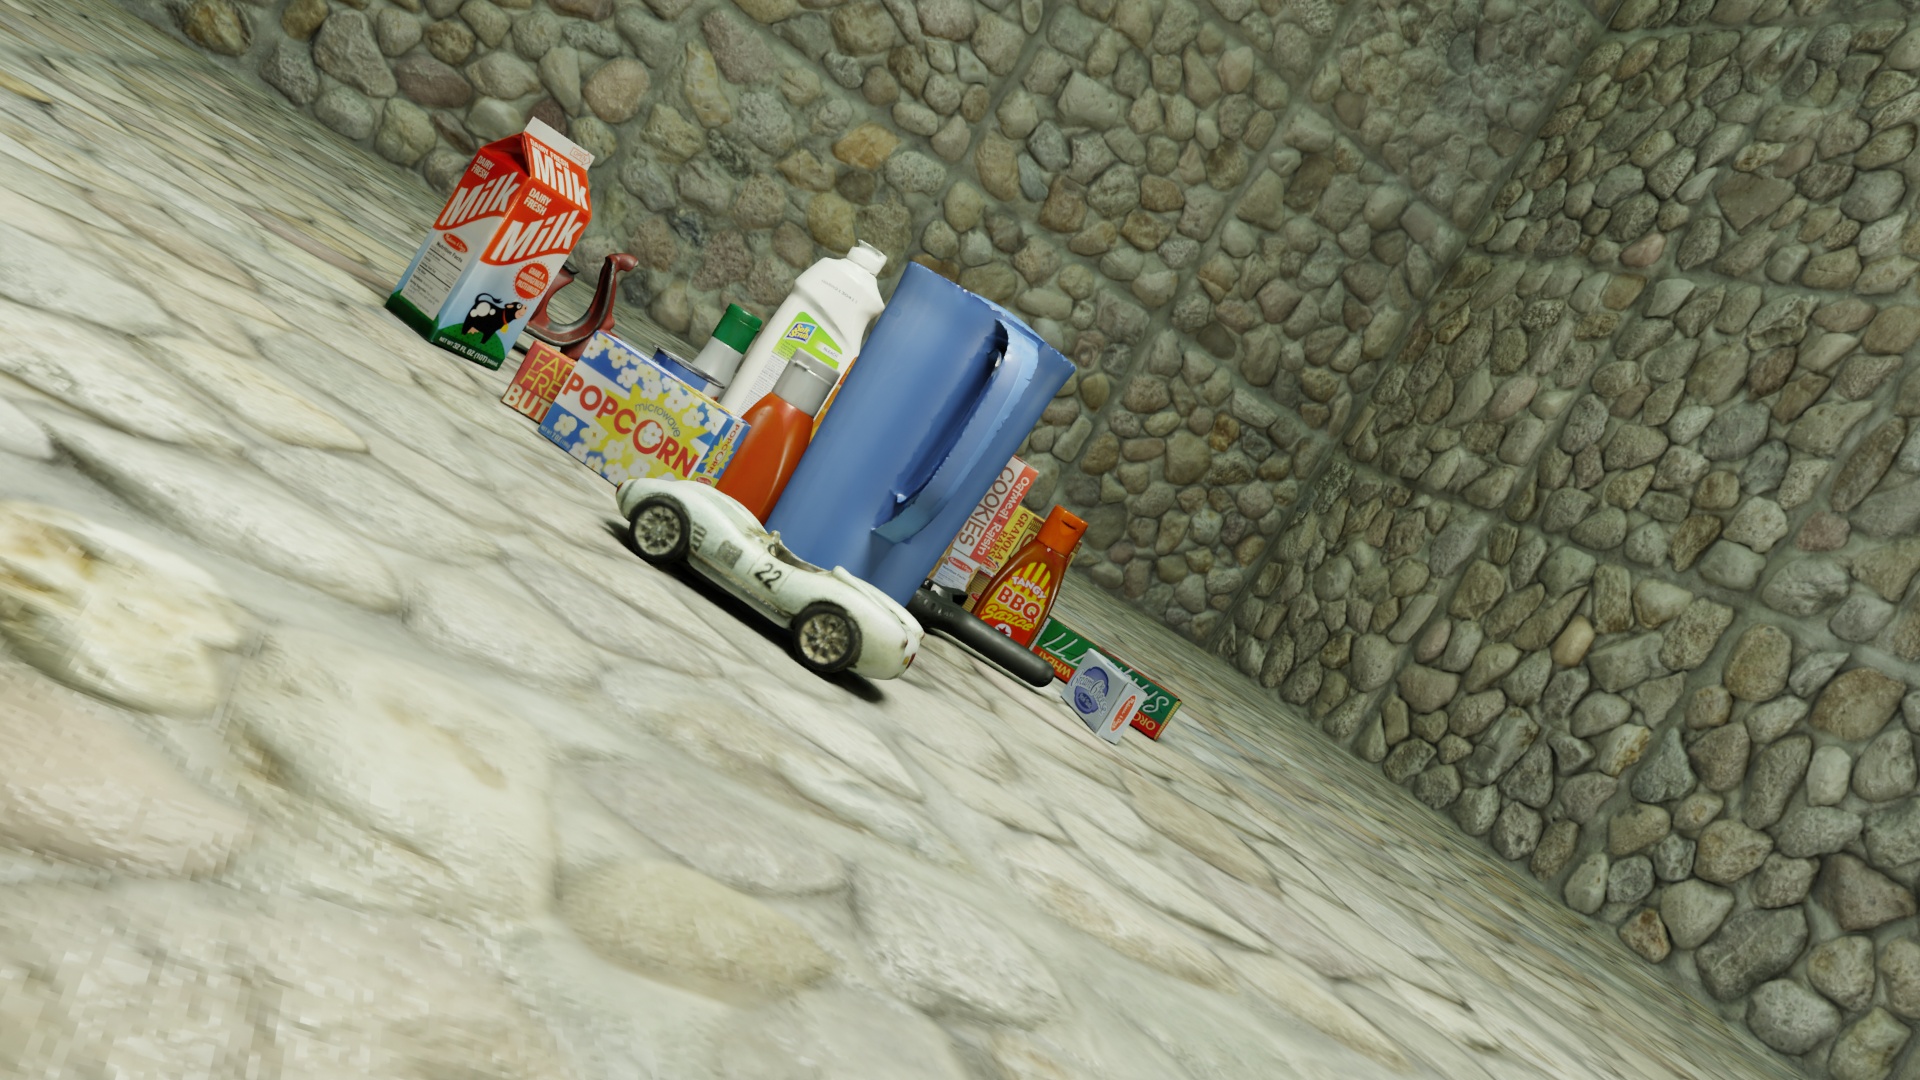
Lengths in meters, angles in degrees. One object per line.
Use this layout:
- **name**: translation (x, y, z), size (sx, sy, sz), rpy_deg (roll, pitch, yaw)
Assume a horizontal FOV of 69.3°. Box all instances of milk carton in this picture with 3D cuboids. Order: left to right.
- **milk carton**: translation (-0.365, -0.240, 1.107), size (0.073, 0.190, 0.072), rpy_deg (34, 4, 30)

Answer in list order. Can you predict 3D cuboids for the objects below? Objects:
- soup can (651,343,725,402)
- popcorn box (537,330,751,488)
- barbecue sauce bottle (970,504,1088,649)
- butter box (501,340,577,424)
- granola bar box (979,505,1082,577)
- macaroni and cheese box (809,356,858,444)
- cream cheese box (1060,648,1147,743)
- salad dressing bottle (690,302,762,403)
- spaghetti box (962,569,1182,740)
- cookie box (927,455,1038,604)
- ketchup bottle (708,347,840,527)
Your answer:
- **soup can**: translation (-0.255, -0.116, 1.201), size (0.071, 0.083, 0.071), rpy_deg (32, 3, -2)
- **popcorn box**: translation (-0.223, -0.079, 0.975), size (0.127, 0.085, 0.038), rpy_deg (33, 3, 17)
- **barbecue sauce bottle**: translation (0.065, 0.038, 1.293), size (0.065, 0.148, 0.044), rpy_deg (32, 3, -4)
- **butter box**: translation (-0.280, -0.099, 1.023), size (0.103, 0.053, 0.024), rpy_deg (31, 3, -13)
- **granola bar box**: translation (0.067, 0.031, 1.577), size (0.039, 0.124, 0.165), rpy_deg (34, 4, 26)
- **macaroni and cheese box**: translation (-0.092, -0.061, 1.168), size (0.040, 0.166, 0.123), rpy_deg (34, 4, 25)
- **cream cheese box**: translation (0.125, 0.137, 1.230), size (0.024, 0.053, 0.104), rpy_deg (31, 4, -18)
- **salad dressing bottle**: translation (-0.245, -0.159, 1.350), size (0.044, 0.147, 0.064), rpy_deg (32, 3, -1)
- **spaghetti box**: translation (0.103, 0.112, 1.392), size (0.250, 0.050, 0.028), rpy_deg (32, 3, 8)
- **cookie box**: translation (0.005, -0.017, 1.378), size (0.040, 0.167, 0.123), rpy_deg (31, 3, -15)
- **ketchup bottle**: translation (-0.139, -0.066, 0.991), size (0.065, 0.148, 0.043), rpy_deg (33, 3, 20)
